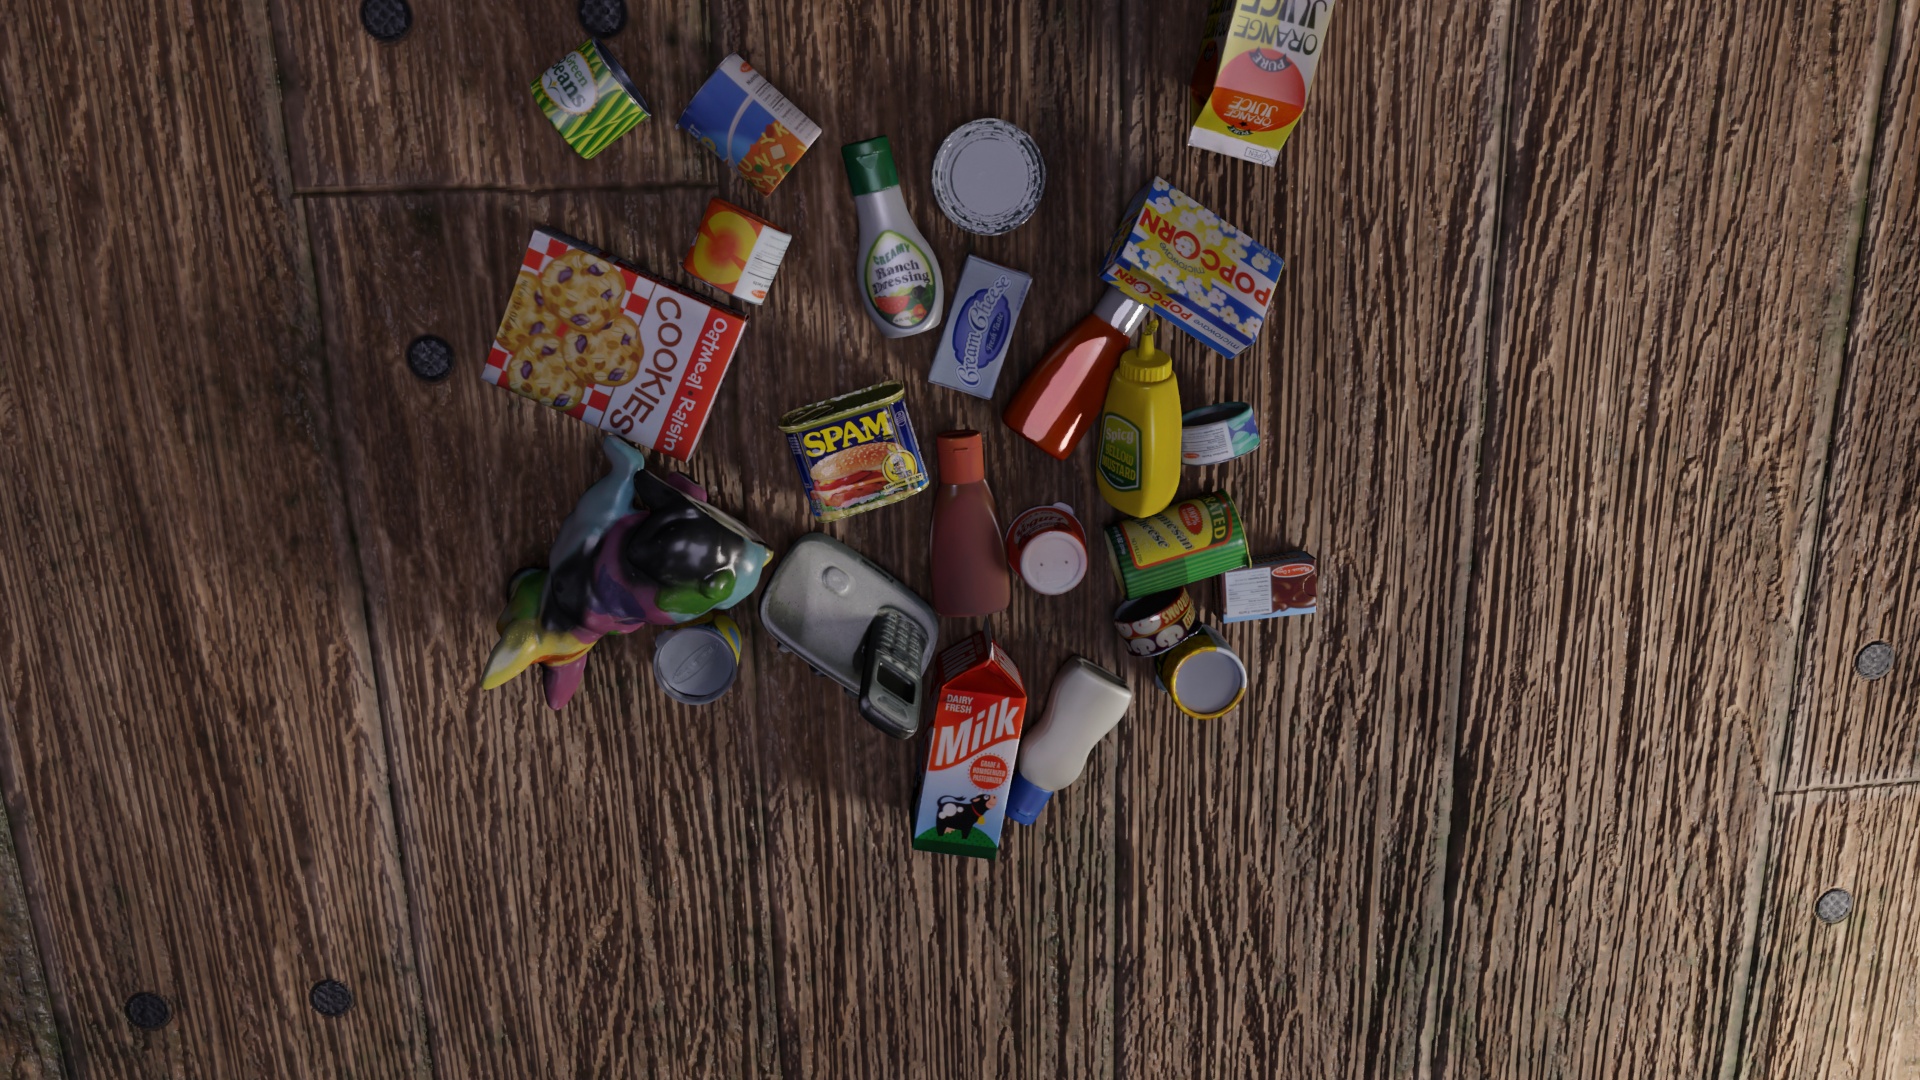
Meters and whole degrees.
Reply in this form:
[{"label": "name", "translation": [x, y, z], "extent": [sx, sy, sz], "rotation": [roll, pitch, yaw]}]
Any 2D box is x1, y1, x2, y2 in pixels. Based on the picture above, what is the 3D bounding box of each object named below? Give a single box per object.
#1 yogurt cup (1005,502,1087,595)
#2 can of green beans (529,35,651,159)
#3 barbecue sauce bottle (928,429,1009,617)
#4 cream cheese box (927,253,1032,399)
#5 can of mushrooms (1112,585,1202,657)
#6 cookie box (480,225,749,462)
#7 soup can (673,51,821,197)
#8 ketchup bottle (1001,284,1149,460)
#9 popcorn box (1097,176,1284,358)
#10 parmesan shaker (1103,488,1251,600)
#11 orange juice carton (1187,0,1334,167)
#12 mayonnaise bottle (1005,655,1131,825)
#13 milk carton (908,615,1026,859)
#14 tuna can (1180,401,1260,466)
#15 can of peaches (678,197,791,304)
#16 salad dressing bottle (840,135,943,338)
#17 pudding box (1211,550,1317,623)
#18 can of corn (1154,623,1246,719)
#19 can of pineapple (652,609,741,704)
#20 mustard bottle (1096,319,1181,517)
[{"label": "yogurt cup", "translation": [0.072, 0.011, 1.131], "extent": [0.072, 0.054, 0.072], "rotation": [-1, 107, -4]}, {"label": "can of green beans", "translation": [-0.267, -0.319, 1.001], "extent": [0.058, 0.071, 0.071], "rotation": [-34, 106, 6]}, {"label": "barbecue sauce bottle", "translation": [0.004, -0.014, 1.124], "extent": [0.065, 0.044, 0.148], "rotation": [-5, 106, -3]}, {"label": "cream cheese box", "translation": [0.014, -0.167, 1.091], "extent": [0.053, 0.024, 0.103], "rotation": [17, 104, -9]}, {"label": "can of mushrooms", "translation": [0.163, 0.064, 1.146], "extent": [0.071, 0.071, 0.033], "rotation": [-27, 105, 3]}, {"label": "cookie box", "translation": [-0.262, -0.149, 1.063], "extent": [0.167, 0.040, 0.122], "rotation": [23, 105, -11]}, {"label": "soup can", "translation": [-0.156, -0.301, 1.017], "extent": [0.083, 0.071, 0.071], "rotation": [40, 99, -14]}, {"label": "ketchup bottle", "translation": [0.098, -0.139, 1.096], "extent": [0.064, 0.044, 0.148], "rotation": [31, 101, -18]}, {"label": "popcorn box", "translation": [0.179, -0.208, 1.065], "extent": [0.126, 0.038, 0.085], "rotation": [30, 65, -12]}, {"label": "parmesan shaker", "translation": [0.175, 0.006, 1.129], "extent": [0.103, 0.071, 0.071], "rotation": [-17, 107, 0]}, {"label": "orange juice carton", "translation": [0.225, -0.380, 1.024], "extent": [0.072, 0.073, 0.192], "rotation": [11, 105, -8]}, {"label": "mayonnaise bottle", "translation": [0.084, 0.173, 1.185], "extent": [0.065, 0.041, 0.147], "rotation": [29, 102, -11]}, {"label": "milk carton", "translation": [0.008, 0.162, 1.158], "extent": [0.073, 0.072, 0.190], "rotation": [8, 105, -7]}, {"label": "tuna can", "translation": [0.205, -0.087, 1.111], "extent": [0.071, 0.071, 0.032], "rotation": [-16, 106, 0]}, {"label": "can of peaches", "translation": [-0.169, -0.218, 1.039], "extent": [0.071, 0.071, 0.058], "rotation": [24, 103, -11]}, {"label": "salad dressing bottle", "translation": [-0.055, -0.230, 1.057], "extent": [0.064, 0.044, 0.147], "rotation": [-15, 106, 0]}, {"label": "pudding box", "translation": [0.255, 0.039, 1.168], "extent": [0.084, 0.030, 0.049], "rotation": [-7, 105, -3]}, {"label": "can of corn", "translation": [0.200, 0.111, 1.168], "extent": [0.071, 0.058, 0.071], "rotation": [-1, 106, -5]}, {"label": "can of pineapple", "translation": [-0.213, 0.090, 1.126], "extent": [0.071, 0.058, 0.070], "rotation": [-1, 106, -5]}, {"label": "mustard bottle", "translation": [0.141, -0.098, 1.084], "extent": [0.049, 0.065, 0.159], "rotation": [-25, 128, -34]}]
